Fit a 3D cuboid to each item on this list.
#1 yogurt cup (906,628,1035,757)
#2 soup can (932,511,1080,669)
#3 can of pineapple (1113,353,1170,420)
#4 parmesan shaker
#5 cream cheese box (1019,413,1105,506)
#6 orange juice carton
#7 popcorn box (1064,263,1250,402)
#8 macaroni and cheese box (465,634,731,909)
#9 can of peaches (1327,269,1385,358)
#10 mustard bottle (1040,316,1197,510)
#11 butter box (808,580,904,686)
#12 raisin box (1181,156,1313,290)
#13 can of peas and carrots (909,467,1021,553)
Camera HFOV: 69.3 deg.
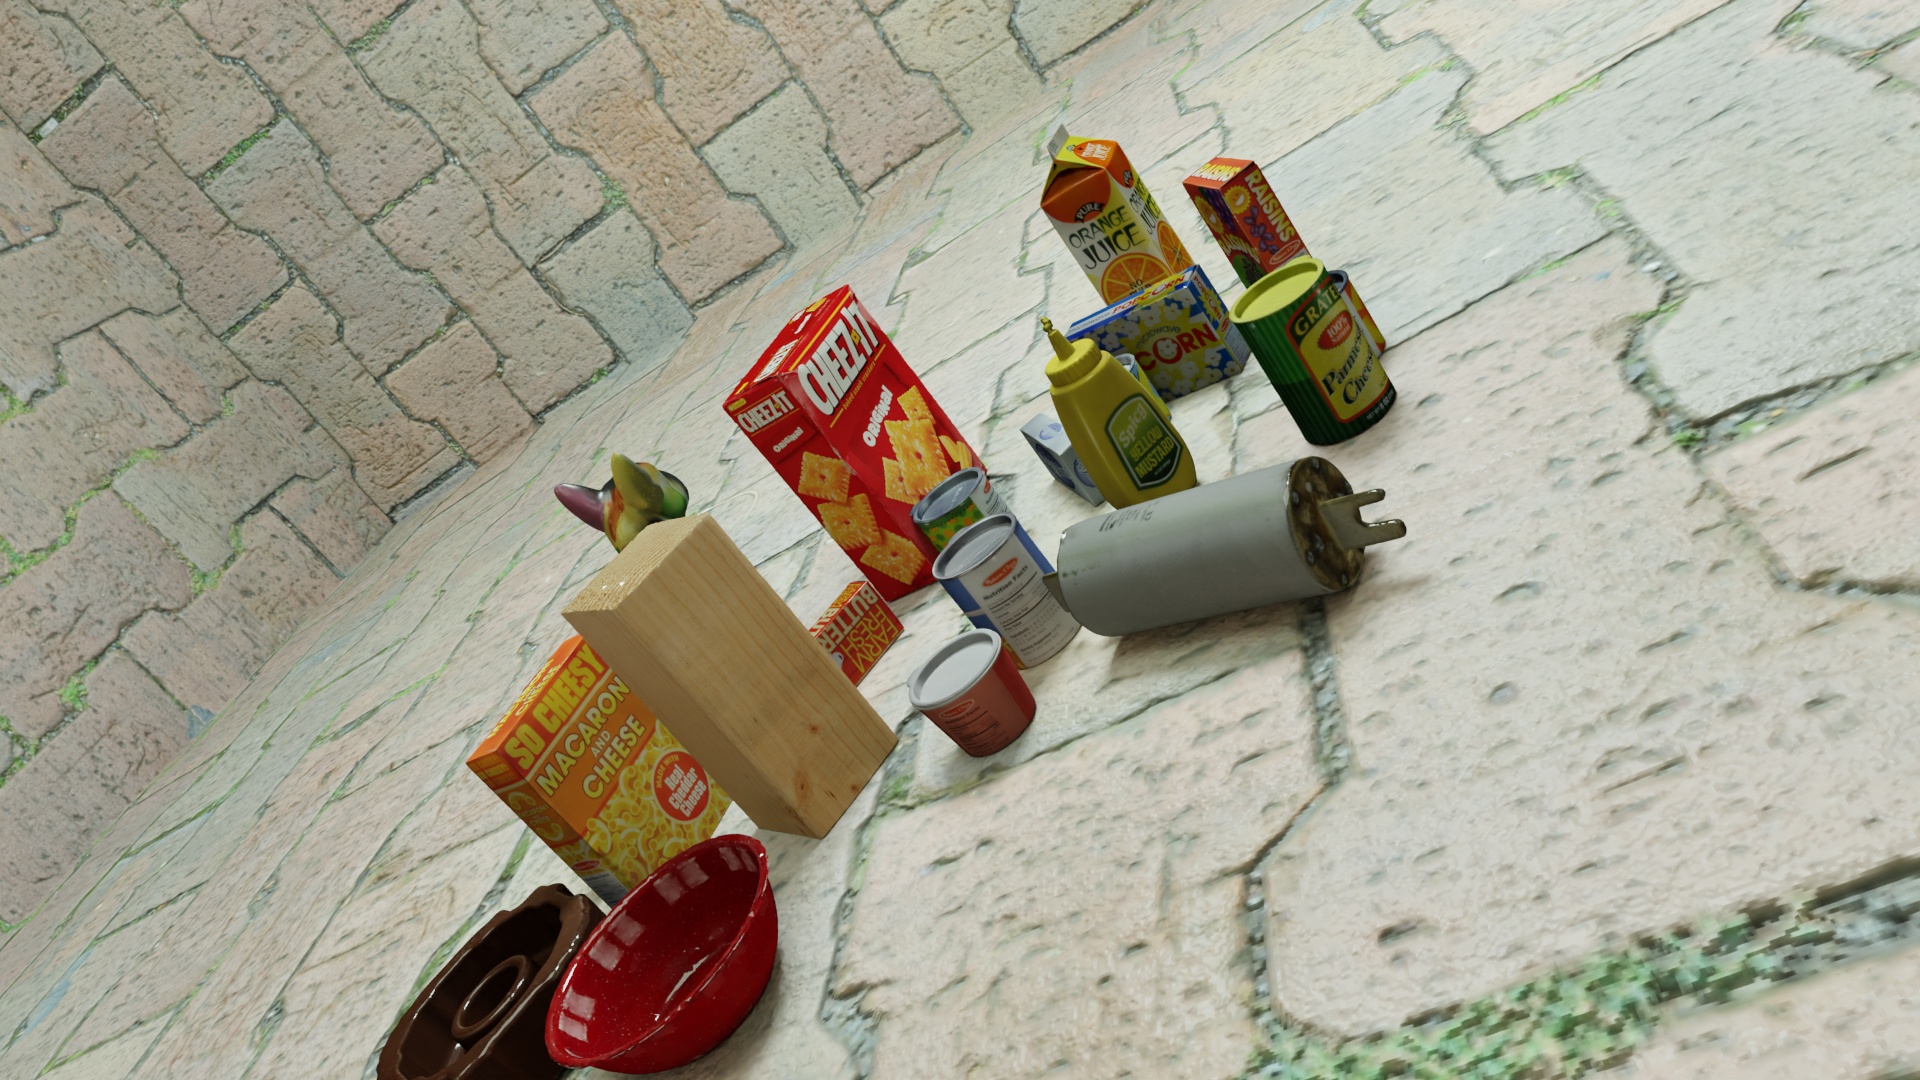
[{"bbox_3d":[0.010,0.096,0.858,0.072,0.054,0.073,-32,21,14],"label":"yogurt cup"},{"bbox_3d":[0.031,0.032,0.916,0.071,0.083,0.071,-32,21,14],"label":"soup can"},{"bbox_3d":[0.123,-0.103,1.089,0.071,0.057,0.071,-32,21,14],"label":"can of pineapple"},{"bbox_3d":[0.230,-0.122,0.896,0.071,0.103,0.071,-32,21,14],"label":"parmesan shaker"},{"bbox_3d":[0.083,-0.064,1.078,0.024,0.053,0.104,-39,21,-2],"label":"cream cheese box"},{"bbox_3d":[0.138,-0.292,1.272,0.073,0.192,0.072,-25,24,31],"label":"orange juice carton"},{"bbox_3d":[0.155,-0.155,1.109,0.126,0.085,0.038,-21,26,38],"label":"popcorn box"},{"bbox_3d":[-0.244,0.164,0.963,0.040,0.166,0.124,-23,25,34],"label":"macaroni and cheese box"},{"bbox_3d":[0.254,-0.147,0.972,0.071,0.058,0.071,-32,21,14],"label":"can of peaches"},{"bbox_3d":[0.099,-0.087,0.949,0.065,0.160,0.049,-45,22,-19],"label":"mustard bottle"},{"bbox_3d":[-0.092,0.083,1.050,0.024,0.053,0.104,-8,35,53],"label":"butter box"},{"bbox_3d":[0.237,-0.246,1.114,0.040,0.123,0.086,-37,21,2],"label":"raisin box"},{"bbox_3d":[0.004,-0.014,1.092,0.071,0.058,0.071,-32,21,14],"label":"can of peas and carrots"}]
